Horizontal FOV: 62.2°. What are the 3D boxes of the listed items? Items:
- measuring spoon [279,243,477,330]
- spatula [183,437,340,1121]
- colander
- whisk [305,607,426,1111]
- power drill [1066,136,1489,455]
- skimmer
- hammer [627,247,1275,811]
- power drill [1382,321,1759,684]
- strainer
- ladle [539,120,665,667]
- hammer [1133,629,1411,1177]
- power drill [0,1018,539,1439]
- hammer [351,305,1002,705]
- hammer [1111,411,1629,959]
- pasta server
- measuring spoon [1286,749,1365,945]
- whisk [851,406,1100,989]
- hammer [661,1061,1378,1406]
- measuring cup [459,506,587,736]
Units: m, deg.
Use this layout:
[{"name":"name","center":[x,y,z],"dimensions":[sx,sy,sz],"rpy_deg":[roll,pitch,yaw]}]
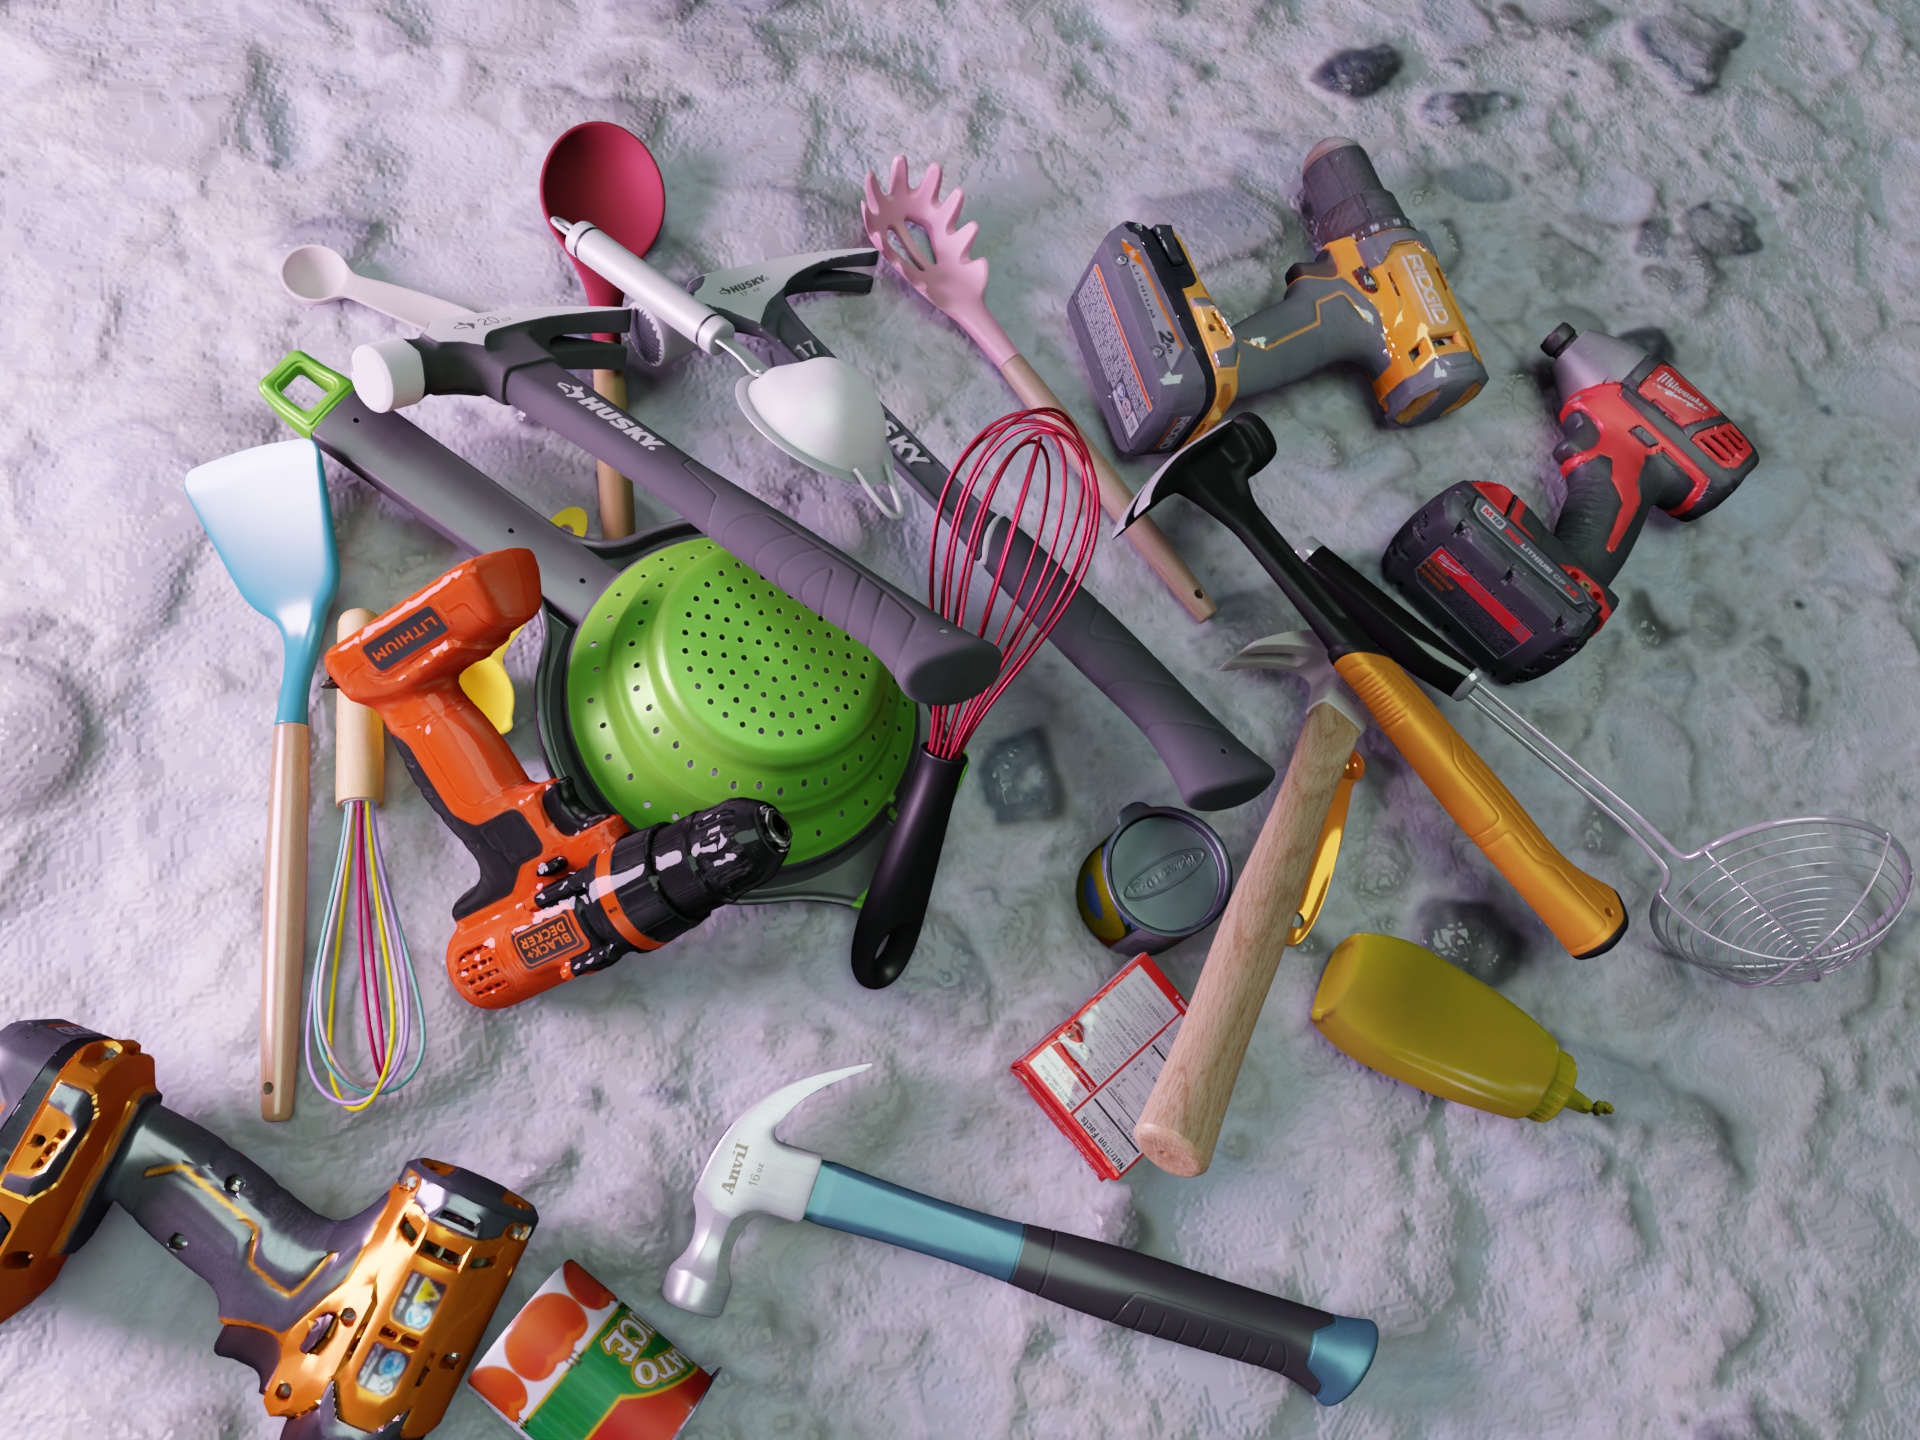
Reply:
[{"name":"measuring spoon","center":[-0.302,-0.221,0.856],"dimensions":[0.124,0.018,0.034],"rpy_deg":[18,69,-12]},{"name":"spatula","center":[-0.325,0.026,0.748],"dimensions":[0.082,0.044,0.318],"rpy_deg":[-10,74,17]},{"name":"colander","center":[-0.164,-0.067,0.762],"dimensions":[0.397,0.094,0.204],"rpy_deg":[36,64,-4]},{"name":"whisk","center":[-0.279,0.059,0.747],"dimensions":[0.051,0.047,0.245],"rpy_deg":[1,67,-23]},{"name":"power drill","center":[0.180,-0.252,0.928],"dimensions":[0.226,0.084,0.185],"rpy_deg":[-12,74,-20]},{"name":"skimmer","center":[0.338,0.010,0.874],"dimensions":[0.363,0.127,0.090],"rpy_deg":[43,45,17]},{"name":"hammer","center":[0.006,-0.106,0.813],"dimensions":[0.149,0.036,0.409],"rpy_deg":[-31,67,-31]},{"name":"power drill","center":[0.354,-0.136,0.926],"dimensions":[0.143,0.078,0.220],"rpy_deg":[46,66,6]},{"name":"strainer","center":[-0.116,-0.189,0.789],"dimensions":[0.258,0.050,0.087],"rpy_deg":[38,29,19]},{"name":"ladle","center":[-0.187,-0.178,0.855],"dimensions":[0.069,0.031,0.316],"rpy_deg":[-1,73,-19]},{"name":"hammer","center":[0.151,0.073,0.772],"dimensions":[0.130,0.031,0.331],"rpy_deg":[38,49,-7]},{"name":"power drill","center":[-0.314,0.235,0.658],"dimensions":[0.226,0.084,0.164],"rpy_deg":[26,76,-6]},{"name":"hammer","center":[-0.117,-0.106,0.732],"dimensions":[0.335,0.035,0.146],"rpy_deg":[34,39,23]},{"name":"hammer","center":[0.220,-0.010,0.821],"dimensions":[0.337,0.034,0.127],"rpy_deg":[50,48,3]},{"name":"pasta server","center":[0.046,-0.185,0.898],"dimensions":[0.060,0.040,0.316],"rpy_deg":[-34,82,-19]},{"name":"measuring spoon","center":[0.193,0.068,0.858],"dimensions":[0.021,0.011,0.117],"rpy_deg":[24,72,-4]},{"name":"whisk","center":[-0.001,-0.002,0.741],"dimensions":[0.073,0.073,0.295],"rpy_deg":[16,108,-6]},{"name":"hammer","center":[0.038,0.255,0.746],"dimensions":[0.331,0.033,0.128],"rpy_deg":[19,75,-6]},{"name":"measuring cup","center":[-0.231,-0.045,0.804],"dimensions":[0.062,0.029,0.157],"rpy_deg":[29,59,-7]}]
